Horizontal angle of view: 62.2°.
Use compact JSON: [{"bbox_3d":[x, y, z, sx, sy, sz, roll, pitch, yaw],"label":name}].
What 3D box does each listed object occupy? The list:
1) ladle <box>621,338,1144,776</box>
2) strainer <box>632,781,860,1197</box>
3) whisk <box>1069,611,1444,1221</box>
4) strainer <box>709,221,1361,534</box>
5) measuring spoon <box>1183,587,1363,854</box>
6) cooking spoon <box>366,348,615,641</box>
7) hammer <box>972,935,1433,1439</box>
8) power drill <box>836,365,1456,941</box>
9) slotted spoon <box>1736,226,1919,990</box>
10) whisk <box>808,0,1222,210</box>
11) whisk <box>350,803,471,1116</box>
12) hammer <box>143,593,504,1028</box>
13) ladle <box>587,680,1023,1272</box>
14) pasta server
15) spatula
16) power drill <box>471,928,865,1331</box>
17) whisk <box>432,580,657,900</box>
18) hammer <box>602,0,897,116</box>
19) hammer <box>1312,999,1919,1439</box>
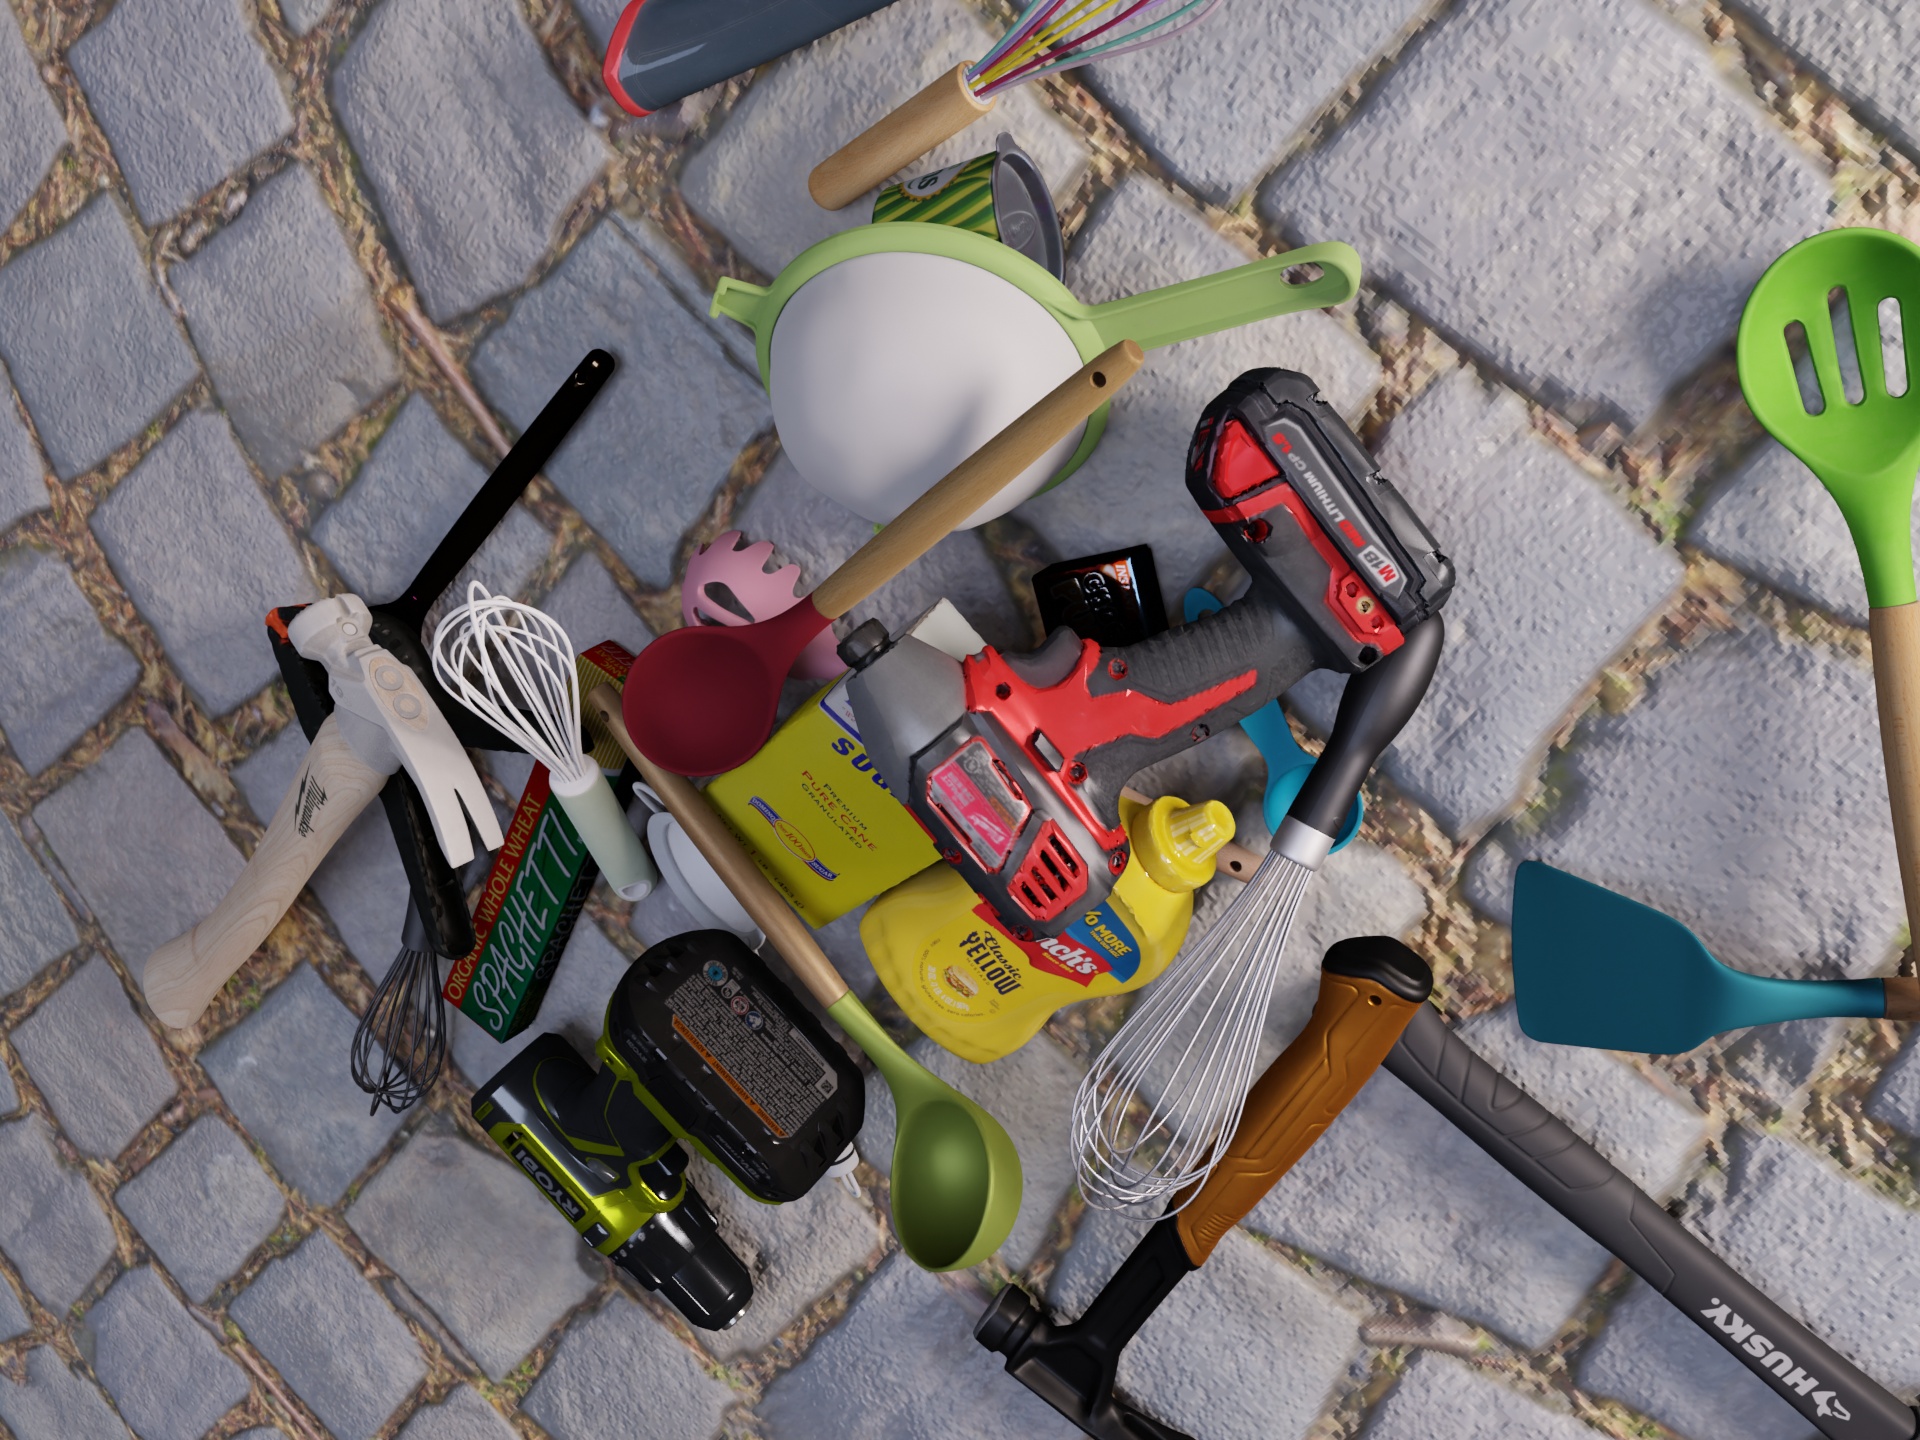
[{"bbox_3d":[-0.041,-0.060,0.648,0.315,0.031,0.069,-34,100,39],"label":"ladle"},{"bbox_3d":[-0.099,0.138,0.824,0.087,0.050,0.258,-2,113,51],"label":"strainer"},{"bbox_3d":[0.126,0.079,0.656,0.070,0.070,0.284,29,93,14],"label":"whisk"},{"bbox_3d":[0.028,-0.128,0.621,0.256,0.069,0.151,-8,139,30],"label":"strainer"},{"bbox_3d":[0.132,-0.001,0.690,0.042,0.021,0.129,-30,83,17],"label":"measuring spoon"},{"bbox_3d":[-0.274,-0.084,0.846,0.319,0.017,0.069,-42,86,30],"label":"cooking spoon"},{"bbox_3d":[0.122,0.226,0.730,0.127,0.034,0.336,35,124,12],"label":"hammer"},{"bbox_3d":[0.065,-0.031,0.619,0.219,0.078,0.143,-39,96,4],"label":"power drill"},{"bbox_3d":[0.333,-0.016,0.566,0.070,0.031,0.314,-9,96,27],"label":"slotted spoon"},{"bbox_3d":[0.019,-0.256,0.613,0.051,0.047,0.245,37,146,-31],"label":"whisk"},{"bbox_3d":[-0.312,0.127,0.915,0.055,0.055,0.239,24,111,16],"label":"whisk"},{"bbox_3d":[-0.382,0.095,0.895,0.410,0.038,0.146,-39,82,41],"label":"hammer"},{"bbox_3d":[-0.081,0.115,0.739,0.320,0.062,0.078,52,130,3],"label":"ladle"},{"bbox_3d":[-0.001,-0.002,0.744,0.316,0.040,0.060,26,115,11],"label":"pasta server"},{"bbox_3d":[0.377,0.100,0.603,0.317,0.044,0.082,-1,105,20],"label":"spatula"},{"bbox_3d":[-0.147,0.222,0.831,0.190,0.080,0.228,47,134,1],"label":"power drill"},{"bbox_3d":[-0.187,0.021,0.758,0.058,0.246,0.059,-17,55,-4],"label":"whisk"},{"bbox_3d":[0.021,-0.308,0.630,0.386,0.038,0.143,-13,102,27],"label":"hammer"},{"bbox_3d":[0.289,0.225,0.674,0.335,0.035,0.146,40,117,9],"label":"hammer"}]
